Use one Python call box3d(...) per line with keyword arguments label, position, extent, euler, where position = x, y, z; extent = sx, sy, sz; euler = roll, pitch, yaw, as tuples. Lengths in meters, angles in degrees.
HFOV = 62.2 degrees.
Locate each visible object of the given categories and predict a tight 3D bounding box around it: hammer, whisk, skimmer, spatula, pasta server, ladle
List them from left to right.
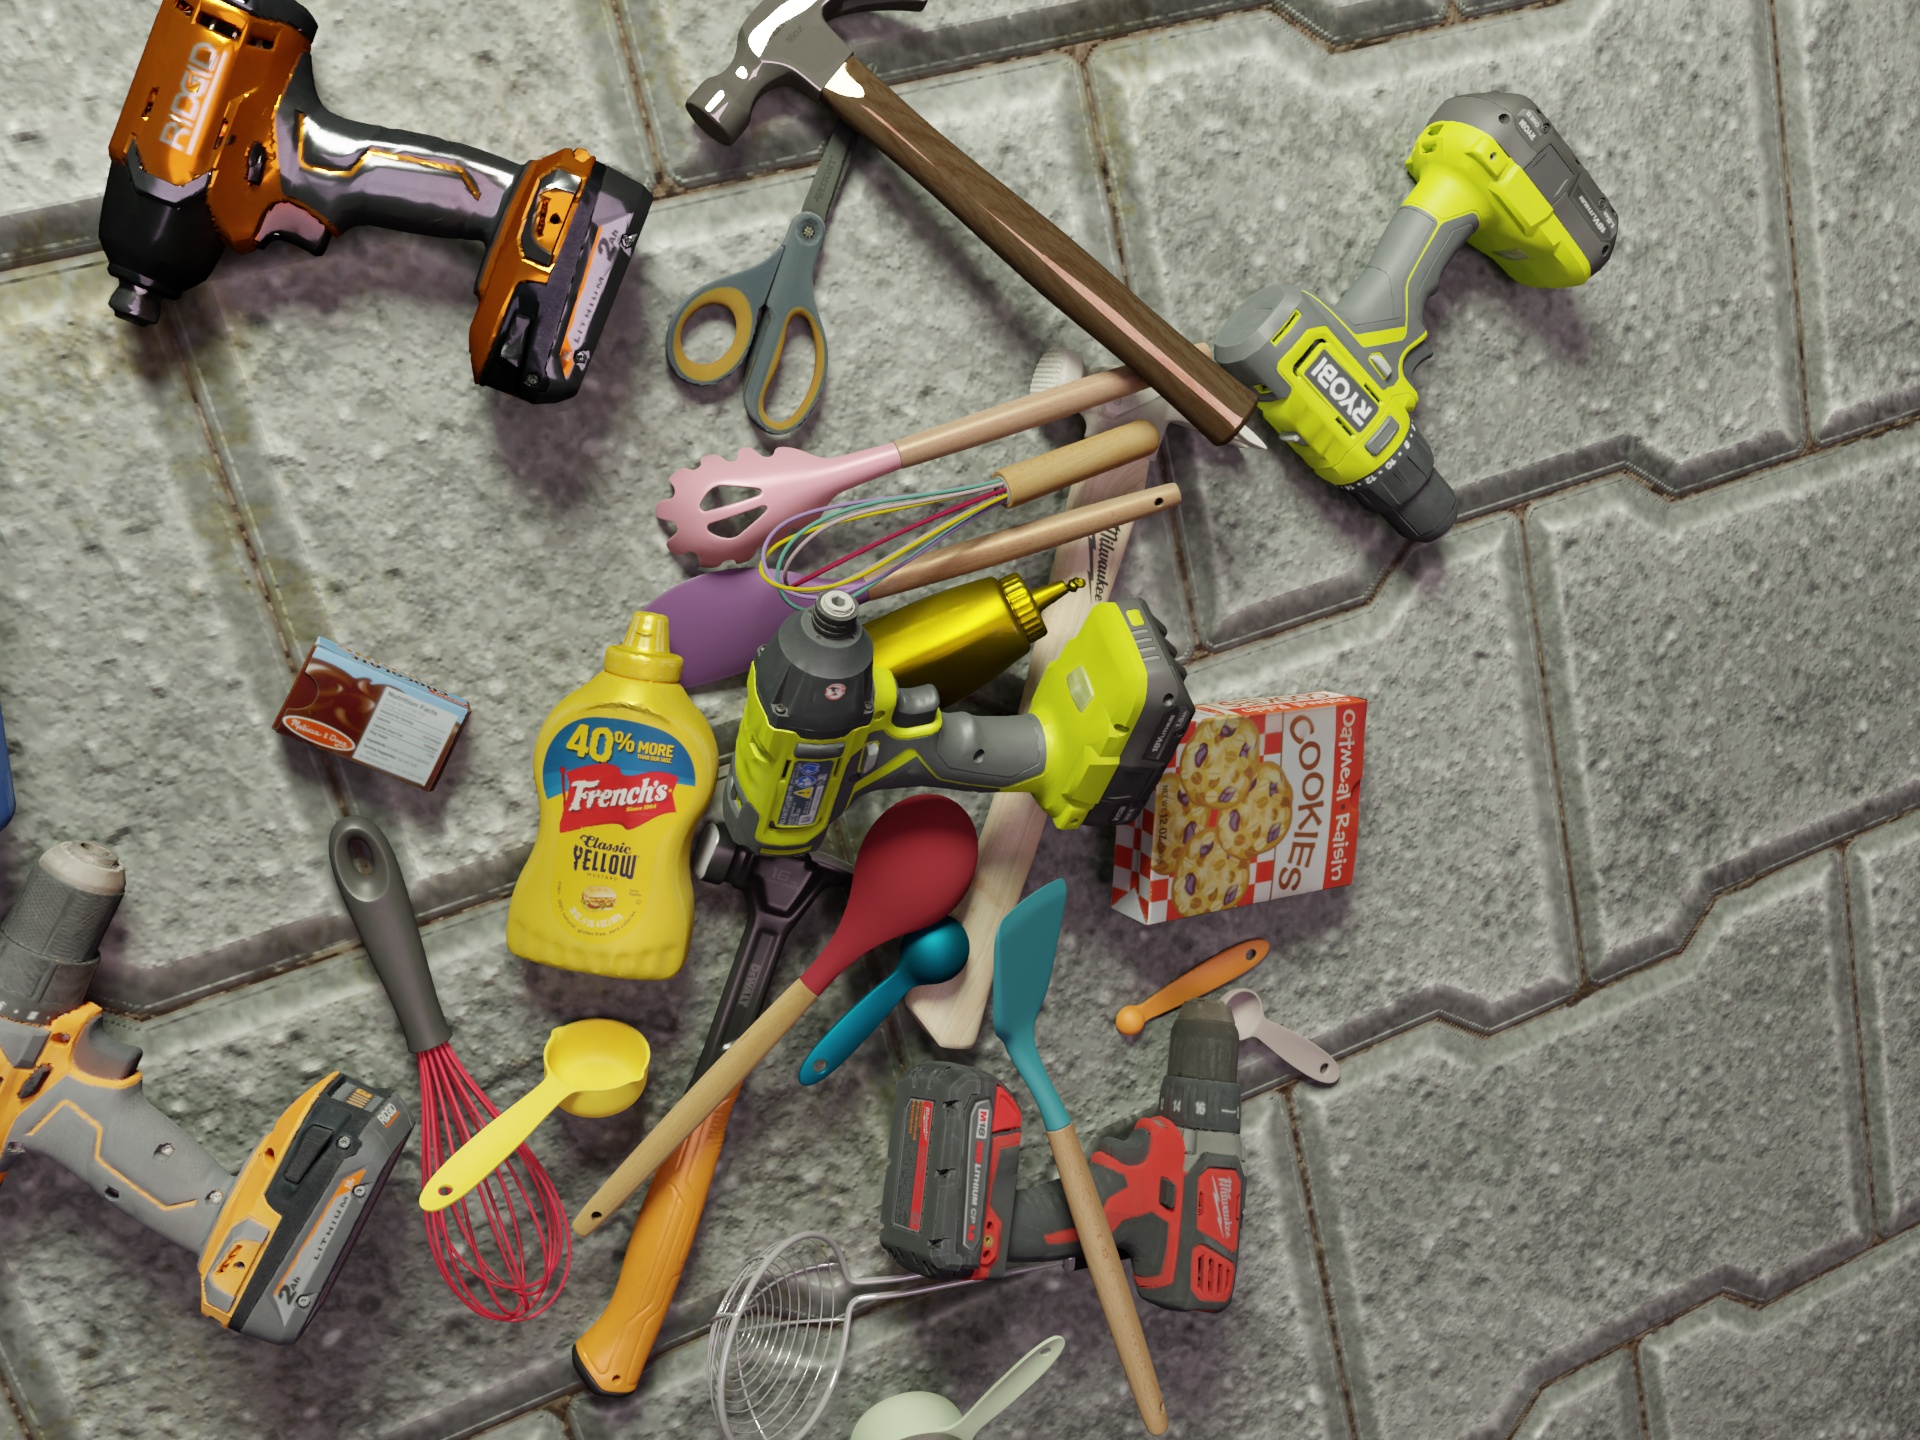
box3d(label="whisk", position=(-0.276, 0.189, 0.847), extent=(0.073, 0.073, 0.295), euler=(-19, 101, -16))
box3d(label="hammer", position=(-0.141, 0.232, 0.916), extent=(0.127, 0.034, 0.337), euler=(19, 94, -22))
box3d(label="ladle", position=(-0.103, 0.166, 0.885), extent=(0.069, 0.031, 0.315), euler=(44, 86, -14))
box3d(label="spatula", position=(-0.028, -0.083, 0.877), extent=(0.316, 0.018, 0.059), euler=(-17, 110, -5))
box3d(label="pasta server", position=(-0.011, -0.153, 0.865), extent=(0.316, 0.040, 0.060), euler=(-20, 103, -9))
box3d(label="whisk", position=(0.006, -0.114, 0.851), extent=(0.245, 0.047, 0.051), euler=(-23, 106, -21))
box3d(label="skimmer", position=(0.021, 0.350, 0.969), extent=(0.363, 0.090, 0.127), euler=(-5, 100, -20))
box3d(label="hammer", position=(0.026, -0.264, 0.840), extent=(0.331, 0.031, 0.130), euler=(38, 85, -8))
box3d(label="hammer", position=(0.059, -0.001, 0.944), extent=(0.146, 0.038, 0.410), euler=(14, 96, -24))
box3d(label="spatula", position=(0.071, 0.249, 0.885), extent=(0.082, 0.044, 0.317), euler=(-24, 96, -58))

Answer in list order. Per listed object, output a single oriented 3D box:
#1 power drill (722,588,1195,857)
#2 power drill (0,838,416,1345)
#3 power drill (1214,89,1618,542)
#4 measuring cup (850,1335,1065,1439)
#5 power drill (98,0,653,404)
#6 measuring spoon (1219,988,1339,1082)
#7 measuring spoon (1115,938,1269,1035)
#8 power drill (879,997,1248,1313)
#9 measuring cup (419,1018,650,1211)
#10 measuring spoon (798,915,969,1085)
box3d(label="power drill", position=(-0.001, -0.003, 0.825), extent=(0.223, 0.080, 0.171), euler=(-2, 141, -22))
box3d(label="power drill", position=(-0.387, 0.179, 0.773), extent=(0.226, 0.084, 0.185), euler=(27, 90, -7))
box3d(label="power drill", position=(0.285, -0.239, 0.961), extent=(0.190, 0.080, 0.228), euler=(40, 88, -22))
box3d(label="measuring cup", position=(-0.001, 0.420, 0.981), extent=(0.167, 0.038, 0.083), euler=(-45, 122, 11))
box3d(label="power drill", position=(-0.278, -0.230, 0.749), extent=(0.226, 0.084, 0.164), euler=(21, 93, -19))
box3d(label="measuring spoon", position=(0.210, 0.212, 1.058), extent=(0.124, 0.018, 0.034), euler=(35, 81, -30))
box3d(label="measuring spoon", position=(0.152, 0.172, 1.026), extent=(0.117, 0.011, 0.021), euler=(-26, 109, -14))
box3d(label="power drill", position=(0.076, 0.252, 0.954), extent=(0.226, 0.080, 0.188), euler=(13, 76, -25))
box3d(label="measuring cup", position=(-0.224, 0.213, 0.836), extent=(0.156, 0.062, 0.029), euler=(-41, 146, -50))
box3d(label="measuring spoon", position=(-0.043, 0.164, 0.907), extent=(0.128, 0.021, 0.042), euler=(-45, 114, -9))
